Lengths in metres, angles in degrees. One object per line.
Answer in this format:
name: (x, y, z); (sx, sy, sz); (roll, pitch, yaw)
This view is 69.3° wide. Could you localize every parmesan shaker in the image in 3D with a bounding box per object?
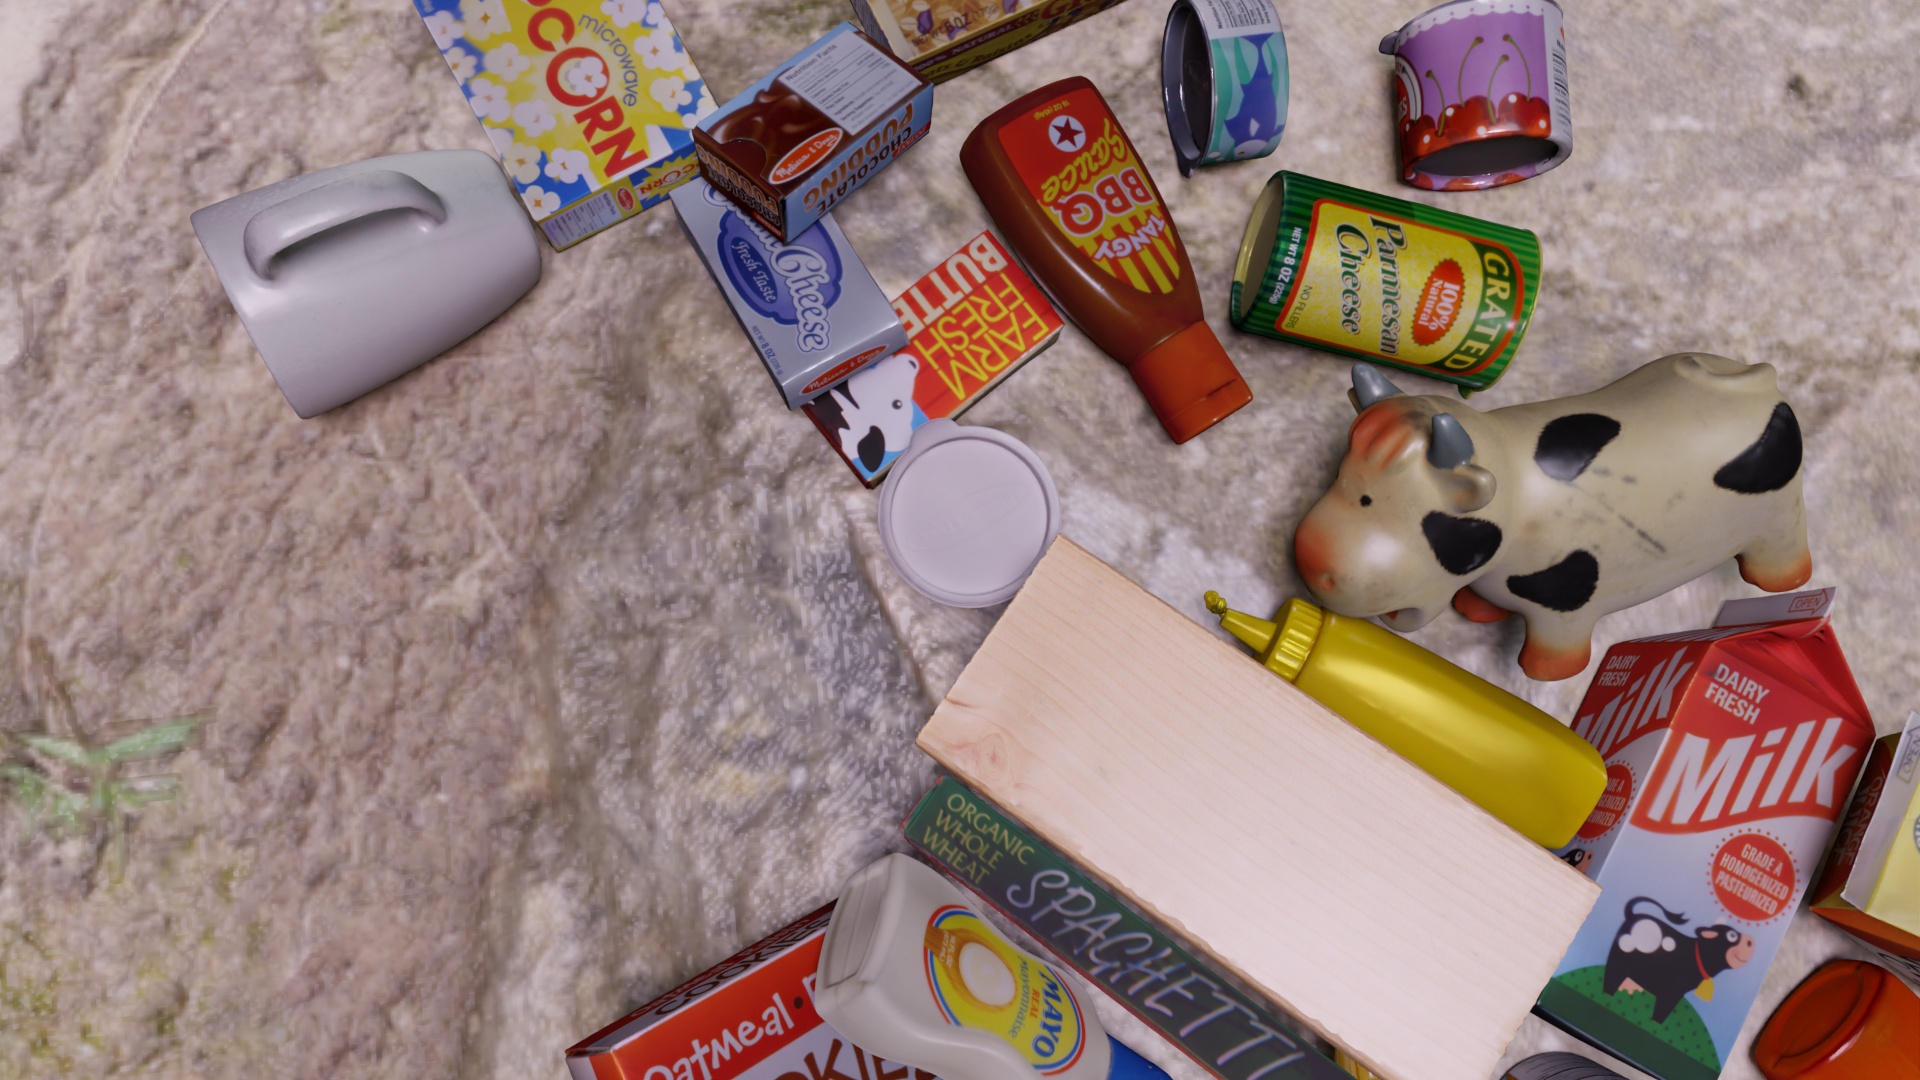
parmesan shaker: (0.166, -0.101, 0.554); (0.103, 0.071, 0.071); (13, 83, -3)

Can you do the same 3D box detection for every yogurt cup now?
yogurt cup: (0.002, -0.007, 0.535); (0.072, 0.054, 0.072); (0, 84, -4)

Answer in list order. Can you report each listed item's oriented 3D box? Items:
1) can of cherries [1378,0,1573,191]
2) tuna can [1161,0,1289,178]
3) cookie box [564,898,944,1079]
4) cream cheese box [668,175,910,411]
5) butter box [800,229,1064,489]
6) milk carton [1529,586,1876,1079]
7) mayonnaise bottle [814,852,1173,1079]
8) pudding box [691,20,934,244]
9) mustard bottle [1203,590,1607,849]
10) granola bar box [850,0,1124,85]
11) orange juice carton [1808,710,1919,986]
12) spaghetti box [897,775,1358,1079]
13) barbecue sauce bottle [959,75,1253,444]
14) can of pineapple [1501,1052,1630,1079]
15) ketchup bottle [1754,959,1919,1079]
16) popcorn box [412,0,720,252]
can of cherries: (0.210, -0.181, 0.568); (0.071, 0.071, 0.058); (-2, 85, -5)
tuna can: (0.106, -0.183, 0.560); (0.033, 0.071, 0.071); (-9, 84, -6)
cookie box: (-0.049, 0.225, 0.480); (0.123, 0.040, 0.167); (-18, 84, -44)
cream cheese box: (-0.068, -0.105, 0.541); (0.053, 0.024, 0.104); (-29, 68, -8)
butter box: (-0.013, -0.073, 0.557); (0.103, 0.024, 0.053); (-39, 88, -7)
milk carton: (0.277, 0.103, 0.535); (0.073, 0.072, 0.191); (30, 82, -1)
mayonnaise bottle: (0.017, 0.174, 0.499); (0.148, 0.041, 0.065); (39, 37, -21)
pudding box: (-0.056, -0.158, 0.534); (0.050, 0.030, 0.084); (40, 67, 15)
mustard bottle: (0.164, 0.061, 0.537); (0.160, 0.065, 0.048); (28, 100, 4)
granola bar box: (0.022, -0.275, 0.576); (0.166, 0.039, 0.124); (-26, 87, -7)
orange juice carton: (0.383, 0.134, 0.506); (0.192, 0.073, 0.072); (32, 82, -24)
spaghetti box: (0.085, 0.168, 0.490); (0.250, 0.050, 0.029); (34, 79, 17)
barbecue sauce bottle: (0.063, -0.110, 0.556); (0.065, 0.043, 0.148); (-30, 87, -23)
can of pineapple: (0.240, 0.236, 0.524); (0.071, 0.058, 0.071); (0, 84, -4)
ketchup bottle: (0.387, 0.238, 0.543); (0.065, 0.043, 0.149); (-44, 89, -7)
popcorn box: (-0.156, -0.192, 0.552); (0.085, 0.038, 0.126); (-29, 86, -7)
